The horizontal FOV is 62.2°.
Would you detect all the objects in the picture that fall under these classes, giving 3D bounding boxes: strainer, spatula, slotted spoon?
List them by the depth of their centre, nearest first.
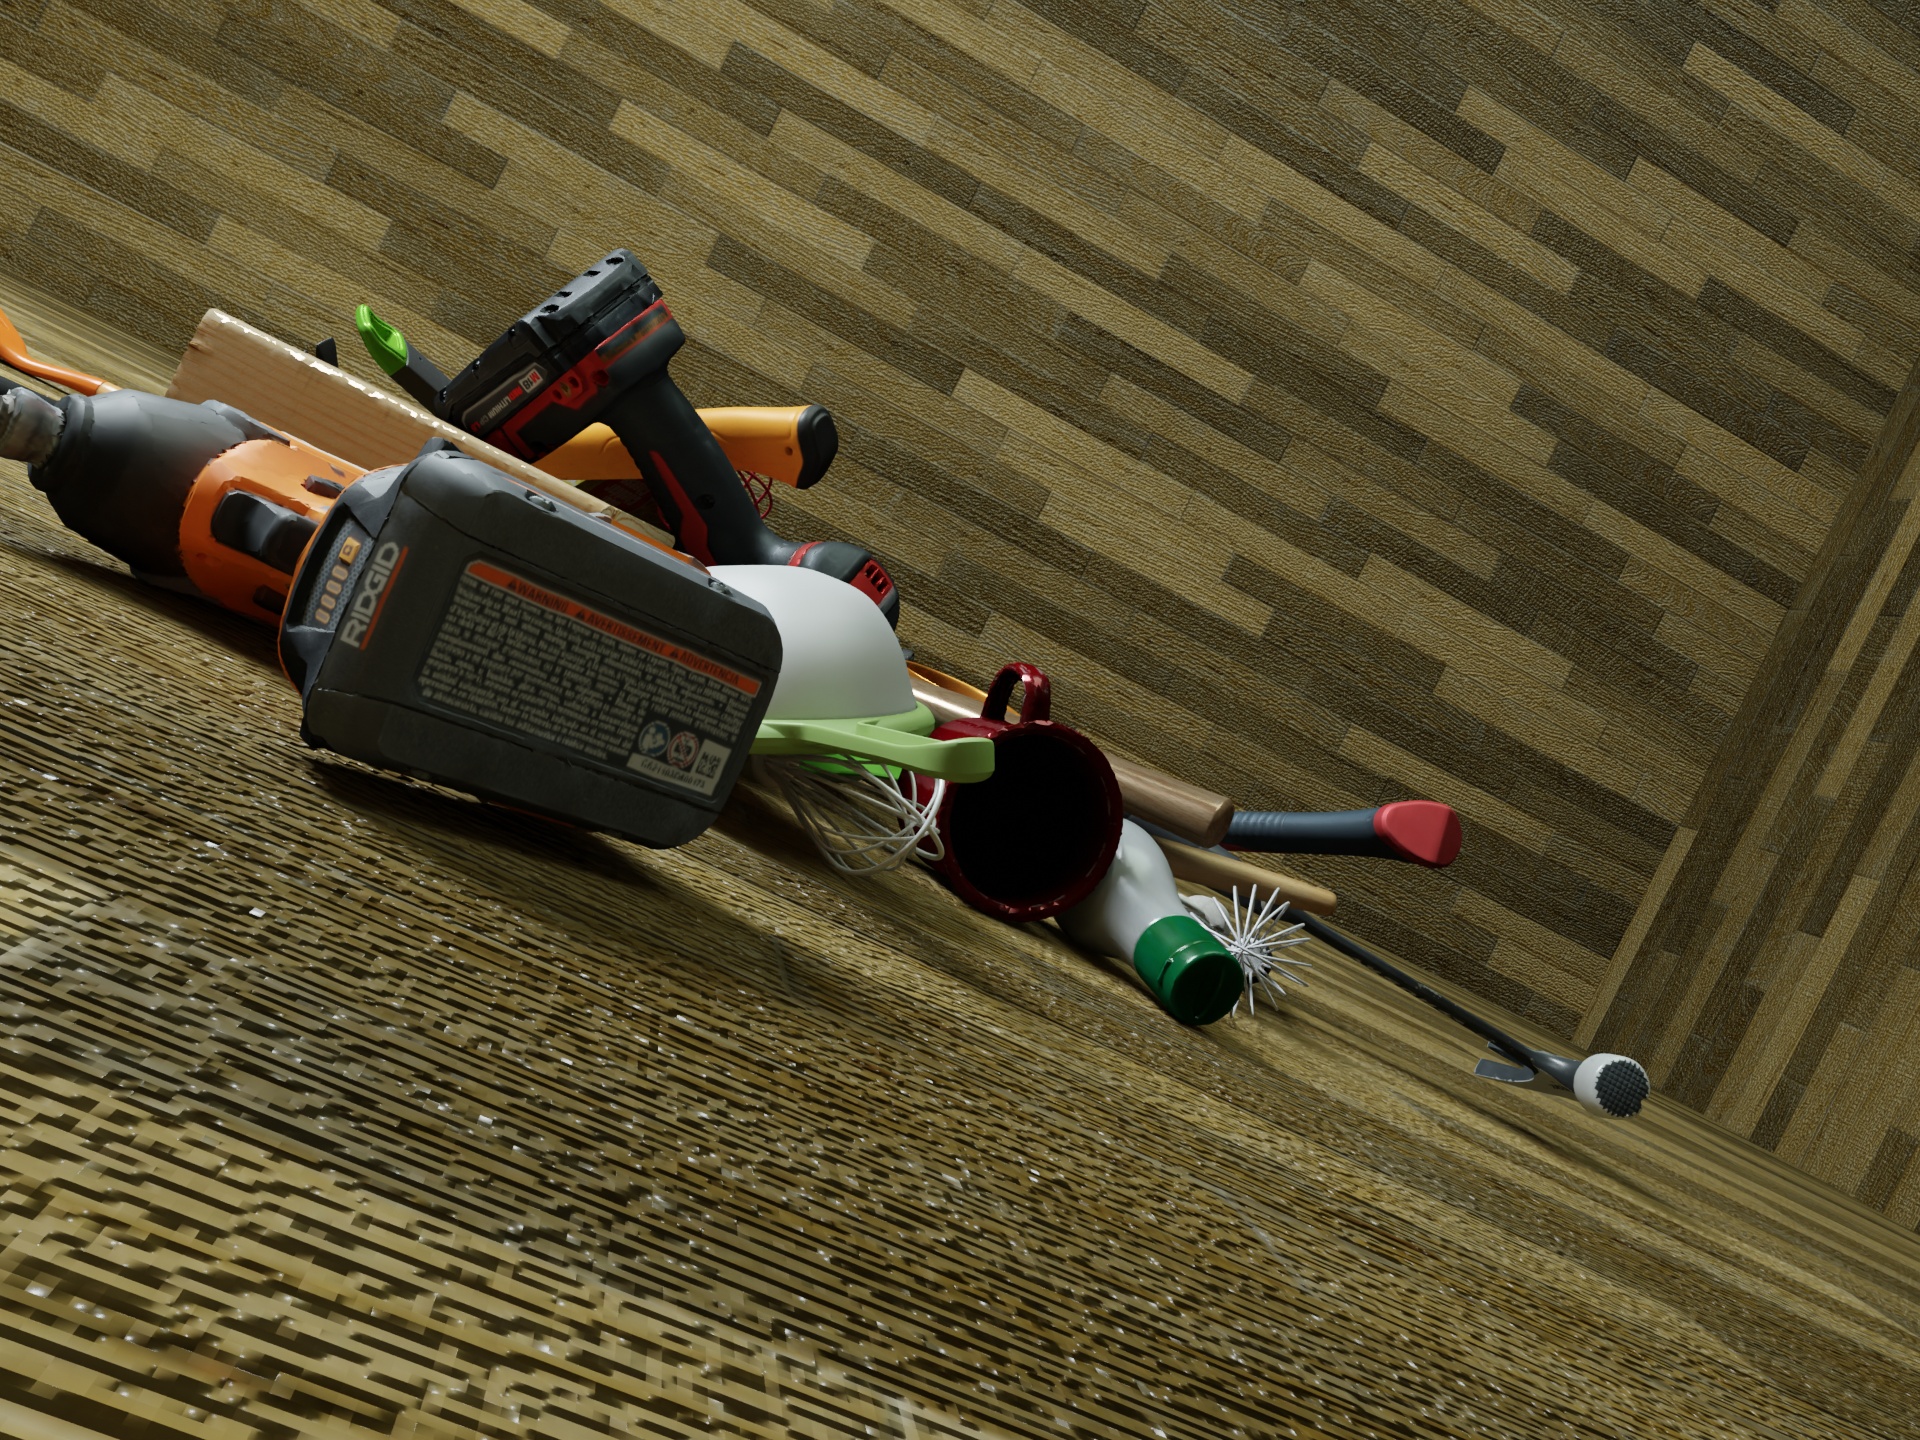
[{"bbox_3d":[-0.058,-0.024,0.607,0.151,0.069,0.256,-1,6,-30],"label":"strainer"},{"bbox_3d":[0.051,0.056,0.856,0.313,0.031,0.070,16,0,-1],"label":"slotted spoon"},{"bbox_3d":[-0.524,-0.207,1.019,0.322,0.041,0.081,27,0,-3],"label":"spatula"}]

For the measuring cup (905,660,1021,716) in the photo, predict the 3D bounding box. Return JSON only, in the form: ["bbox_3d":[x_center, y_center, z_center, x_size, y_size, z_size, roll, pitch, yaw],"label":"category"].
[{"bbox_3d":[-0.012,0.007,1.024,0.095,0.052,0.174,25,9,-2],"label":"measuring cup"}]

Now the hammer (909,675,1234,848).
[{"bbox_3d":[-0.001,-0.003,0.897,0.331,0.031,0.130,22,22,24],"label":"hammer"}]

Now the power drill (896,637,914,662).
[{"bbox_3d":[-0.111,-0.050,1.112,0.143,0.078,0.220,16,9,3],"label":"power drill"}]

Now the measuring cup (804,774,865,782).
[{"bbox_3d":[-0.068,-0.003,0.965,0.083,0.038,0.167,18,18,10],"label":"measuring cup"}]

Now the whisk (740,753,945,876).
[{"bbox_3d":[-0.078,0.019,0.703,0.057,0.059,0.246,42,-12,-32],"label":"whisk"}]

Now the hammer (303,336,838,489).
[{"bbox_3d":[-0.219,-0.154,0.871,0.337,0.127,0.034,2,32,26],"label":"hammer"}]

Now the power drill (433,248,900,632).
[{"bbox_3d":[-0.154,-0.099,0.802,0.188,0.080,0.226,-19,-64,47],"label":"power drill"}]

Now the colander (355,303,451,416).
[{"bbox_3d":[-0.262,-0.179,1.148,0.396,0.094,0.205,46,14,-49],"label":"colander"}]

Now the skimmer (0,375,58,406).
[{"bbox_3d":[-0.419,-0.173,0.534,0.127,0.090,0.363,62,13,22],"label":"skimmer"}]

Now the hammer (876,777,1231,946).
[{"bbox_3d":[-0.018,0.048,1.064,0.411,0.038,0.146,27,2,35],"label":"hammer"}]

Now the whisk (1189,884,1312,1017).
[{"bbox_3d":[0.161,0.132,0.886,0.070,0.070,0.284,27,-4,14],"label":"whisk"}]

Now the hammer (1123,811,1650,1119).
[{"bbox_3d":[0.202,0.118,0.954,0.409,0.036,0.149,31,-9,-1],"label":"hammer"}]

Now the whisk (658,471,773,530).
[{"bbox_3d":[-0.164,-0.118,1.008,0.073,0.073,0.296,26,-16,-7],"label":"whisk"}]

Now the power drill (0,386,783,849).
[{"bbox_3d":[-0.177,-0.043,0.466,0.227,0.084,0.164,21,-3,44],"label":"power drill"}]

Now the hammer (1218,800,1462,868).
[{"bbox_3d":[0.170,0.078,1.040,0.143,0.038,0.386,31,-19,-30],"label":"hammer"}]
